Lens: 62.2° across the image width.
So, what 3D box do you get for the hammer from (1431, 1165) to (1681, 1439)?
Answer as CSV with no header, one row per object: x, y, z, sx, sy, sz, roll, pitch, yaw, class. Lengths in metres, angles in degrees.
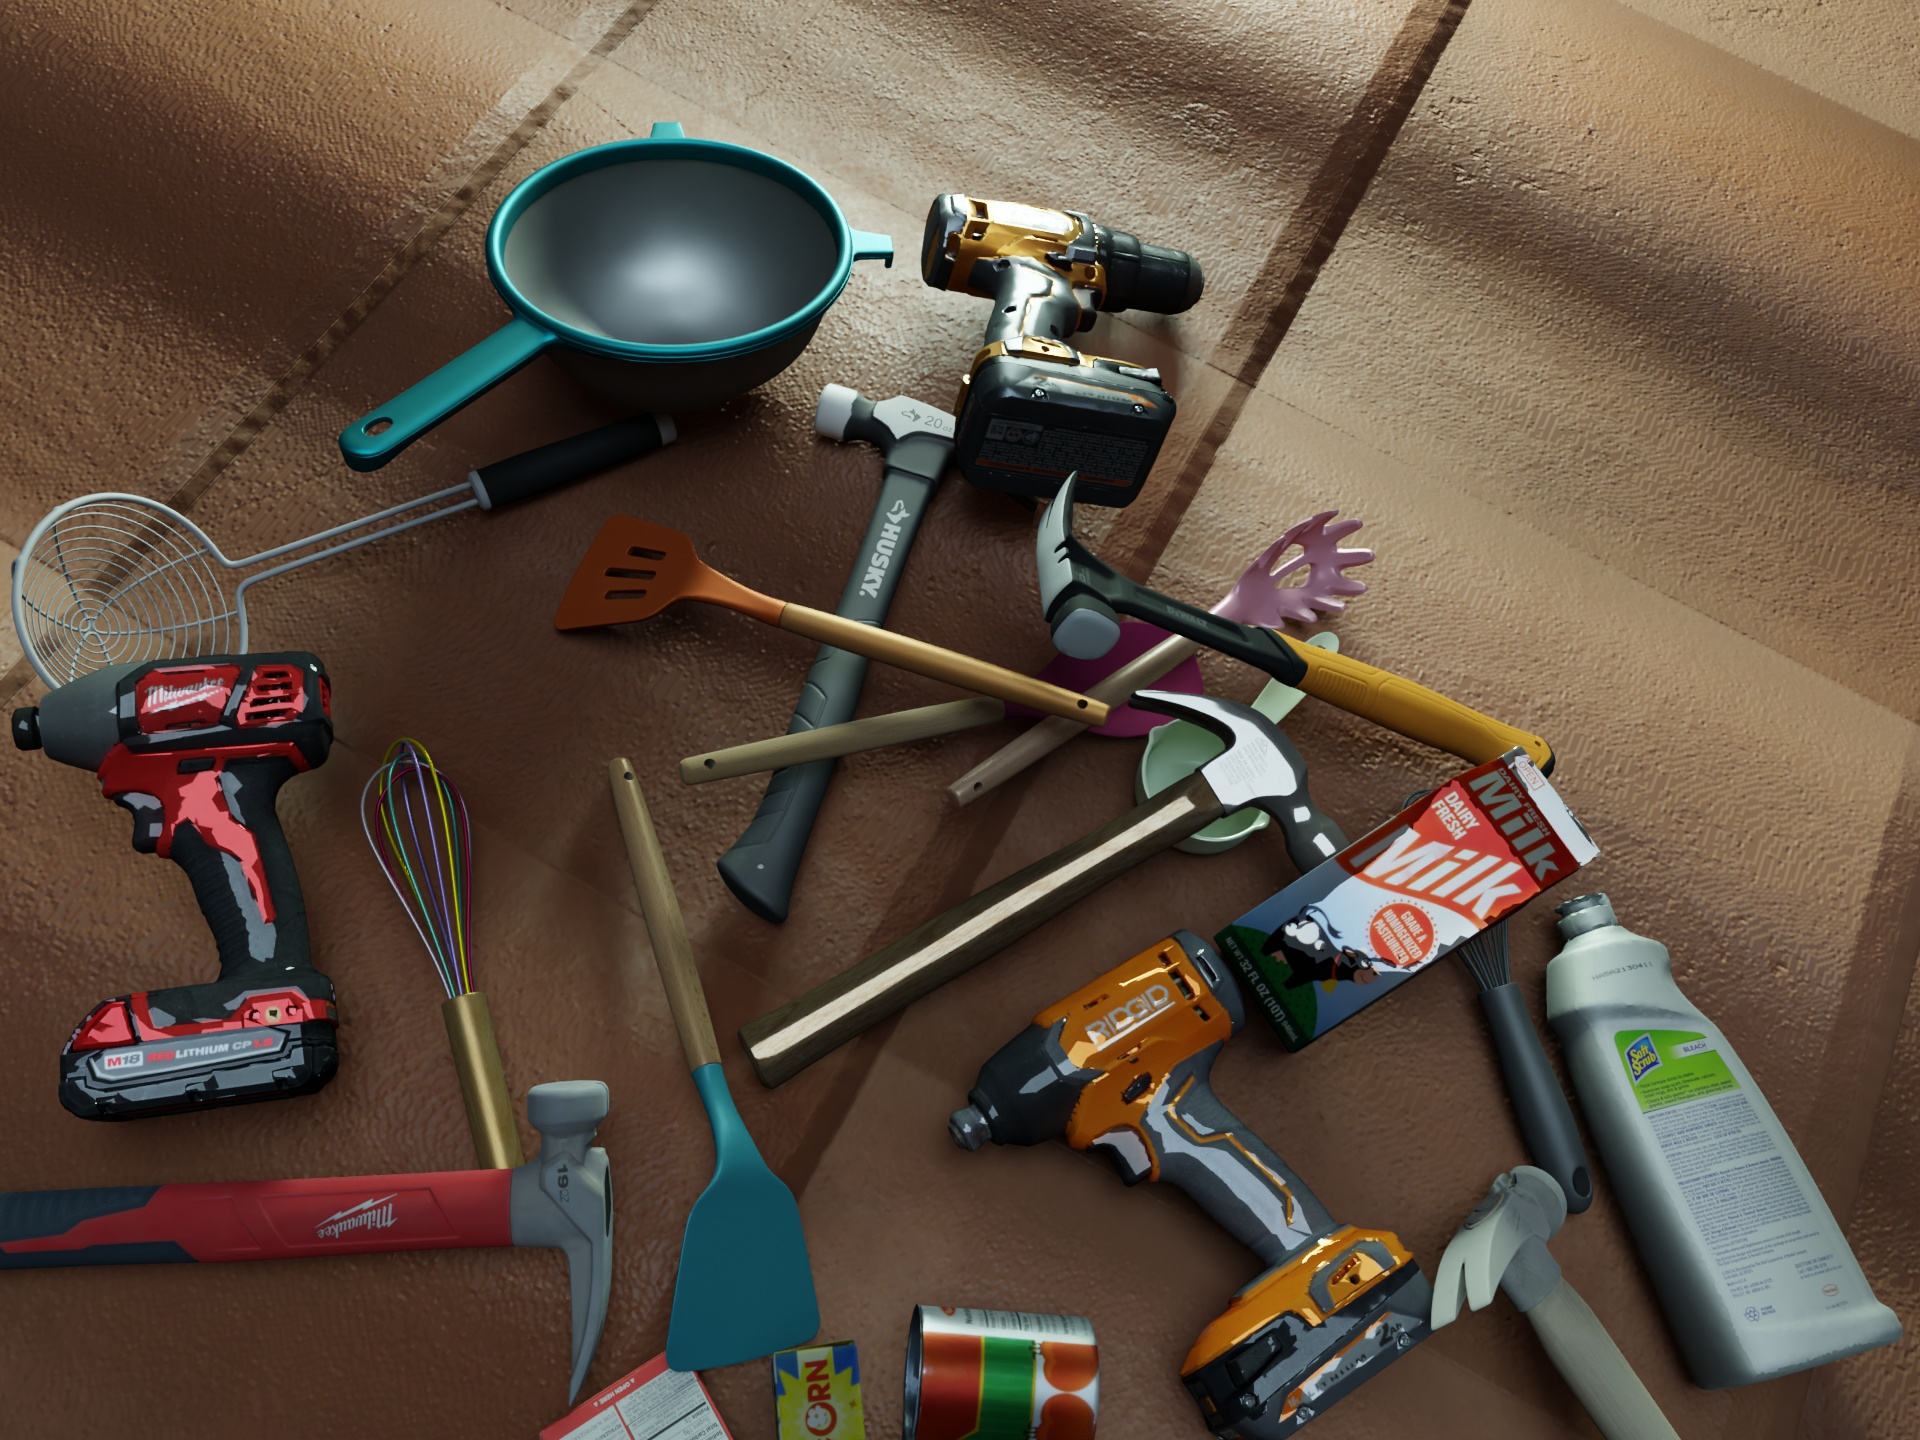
0.361,0.408,0.726,0.411,0.038,0.146,56,29,13,hammer

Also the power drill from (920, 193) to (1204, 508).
0.074,-0.234,0.977,0.185,0.084,0.226,6,49,-14,power drill

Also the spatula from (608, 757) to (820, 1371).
-0.142,0.158,0.807,0.082,0.044,0.318,1,54,-36,spatula

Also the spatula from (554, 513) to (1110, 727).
-0.073,-0.047,0.876,0.322,0.041,0.081,18,68,10,spatula

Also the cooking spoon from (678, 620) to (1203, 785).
-0.001,-0.003,0.882,0.319,0.017,0.069,-12,81,-24,cooking spoon

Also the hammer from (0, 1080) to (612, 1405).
-0.357,0.247,0.730,0.386,0.038,0.143,-2,83,-4,hammer

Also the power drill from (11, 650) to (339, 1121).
-0.375,0.075,0.766,0.143,0.078,0.220,-4,75,-18,power drill

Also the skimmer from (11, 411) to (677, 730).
-0.319,-0.107,0.876,0.363,0.090,0.127,-24,103,-20,skimmer

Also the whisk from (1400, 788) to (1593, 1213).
0.295,0.148,0.868,0.055,0.055,0.239,-11,72,-12,whisk

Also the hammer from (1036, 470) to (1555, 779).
0.192,-0.032,0.883,0.336,0.034,0.127,21,38,-20,hammer

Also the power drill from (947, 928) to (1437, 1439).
0.108,0.234,0.784,0.164,0.084,0.227,-27,67,-17,power drill

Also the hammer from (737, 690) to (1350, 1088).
0.034,0.092,0.836,0.331,0.031,0.130,-29,78,-9,hammer

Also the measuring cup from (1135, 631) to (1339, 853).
0.165,0.010,0.916,0.083,0.038,0.167,40,65,11,measuring cup

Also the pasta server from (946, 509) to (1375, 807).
0.119,-0.035,0.911,0.316,0.040,0.060,-33,107,-26,pasta server

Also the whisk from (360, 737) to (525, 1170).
-0.260,0.122,0.811,0.047,0.051,0.245,-21,73,6,whisk

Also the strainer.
-0.209,-0.214,0.921,0.211,0.095,0.340,33,57,19,strainer

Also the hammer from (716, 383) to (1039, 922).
-0.058,-0.041,0.911,0.146,0.035,0.335,17,65,1,hammer
